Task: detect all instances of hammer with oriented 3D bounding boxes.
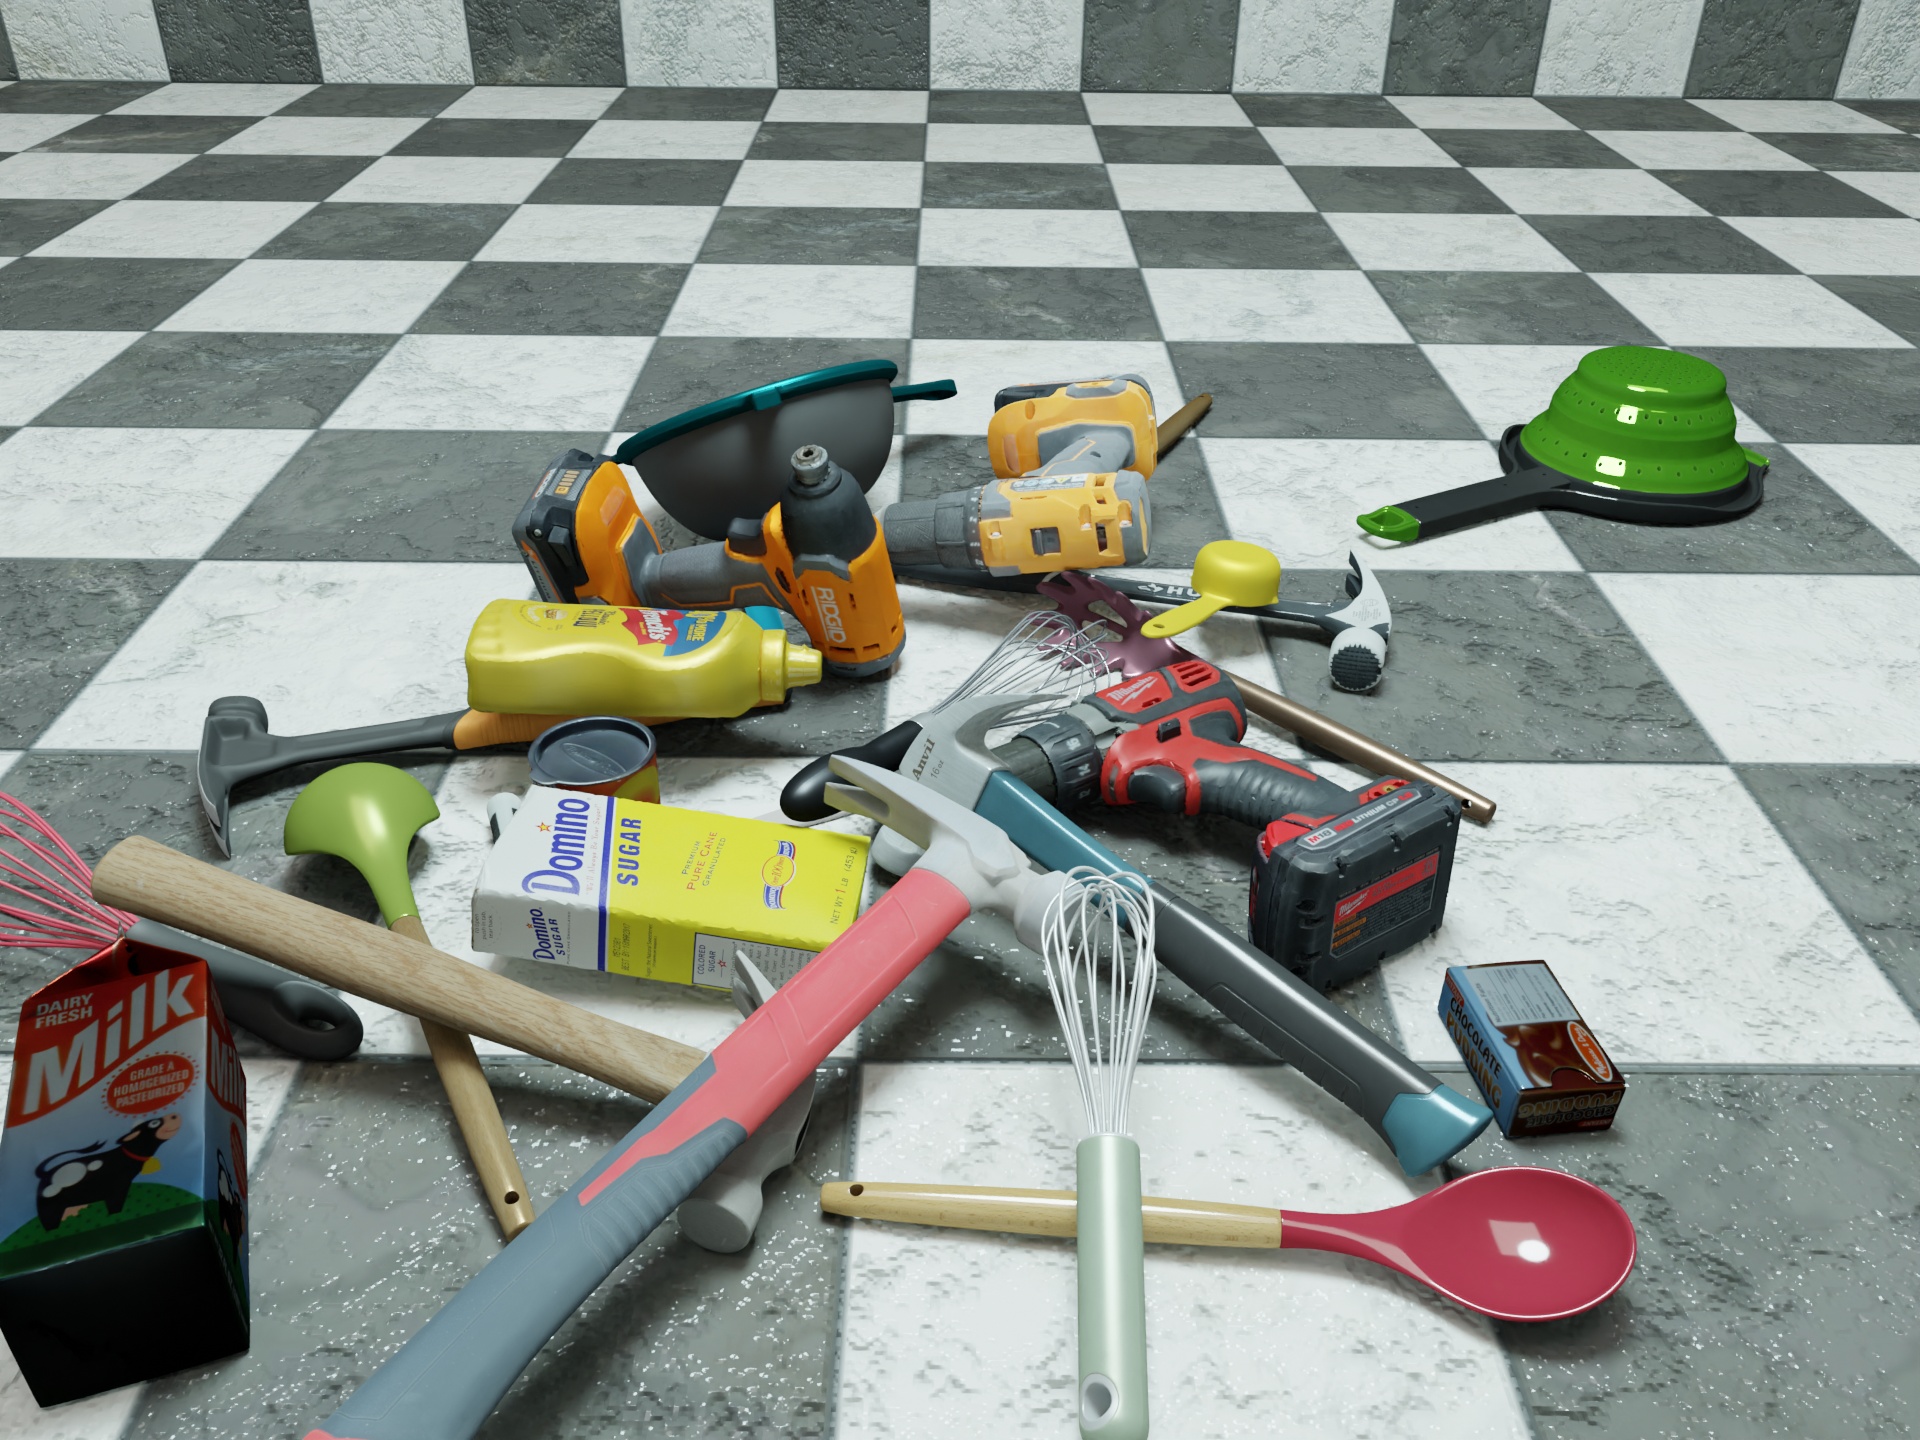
[{"bbox_3d":[-0.262,0.003,0.928,0.337,0.034,0.127,-10,33,-16],"label":"hammer"},{"bbox_3d":[0.088,-0.098,1.096,0.409,0.036,0.149,9,32,14],"label":"hammer"},{"bbox_3d":[0.094,0.096,0.739,0.331,0.128,0.033,36,22,32],"label":"hammer"},{"bbox_3d":[-0.105,0.142,0.632,0.143,0.038,0.386,29,42,21],"label":"hammer"},{"bbox_3d":[-0.219,0.116,0.690,0.331,0.031,0.130,19,36,6],"label":"hammer"}]

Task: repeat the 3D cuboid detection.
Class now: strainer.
[{"bbox_3d":[-0.097,-0.199,1.196,0.211,0.095,0.340,-13,7,38],"label":"strainer"}]

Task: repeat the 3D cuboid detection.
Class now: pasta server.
[{"bbox_3d":[0.174,-0.013,0.959,0.316,0.060,0.040,29,20,33],"label":"pasta server"}]

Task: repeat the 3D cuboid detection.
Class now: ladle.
[{"bbox_3d":[-0.251,0.123,0.743,0.078,0.062,0.320,-15,42,-26],"label":"ladle"},{"bbox_3d":[0.100,0.200,0.629,0.315,0.031,0.069,2,36,6],"label":"ladle"}]

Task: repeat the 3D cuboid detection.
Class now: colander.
[{"bbox_3d":[0.474,-0.220,1.242,0.397,0.094,0.205,-16,36,-25],"label":"colander"}]

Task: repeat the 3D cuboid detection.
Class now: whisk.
[{"bbox_3d":[0.058,0.161,0.627,0.058,0.059,0.247,-28,41,32],"label":"whisk"},{"bbox_3d":[-0.001,-0.004,0.896,0.070,0.070,0.284,22,32,31],"label":"whisk"},{"bbox_3d":[-0.406,0.099,0.757,0.296,0.073,0.073,19,36,16],"label":"whisk"}]

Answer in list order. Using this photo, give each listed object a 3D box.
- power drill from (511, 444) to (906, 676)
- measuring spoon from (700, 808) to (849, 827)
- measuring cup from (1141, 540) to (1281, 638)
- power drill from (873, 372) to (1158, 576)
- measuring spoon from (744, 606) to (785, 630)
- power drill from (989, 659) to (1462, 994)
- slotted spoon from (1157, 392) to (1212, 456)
[{"bbox_3d":[-0.153,-0.108,0.984,0.226,0.164,0.084,6,51,15],"label":"power drill"},{"bbox_3d":[-0.096,0.048,0.874,0.124,0.018,0.034,-15,35,-24],"label":"measuring spoon"},{"bbox_3d":[0.153,-0.082,0.990,0.062,0.029,0.156,21,28,27],"label":"measuring cup"},{"bbox_3d":[0.045,-0.165,1.101,0.185,0.084,0.226,-3,29,14],"label":"power drill"},{"bbox_3d":[-0.139,-0.079,1.085,0.042,0.021,0.129,-17,44,-11],"label":"measuring spoon"},{"bbox_3d":[0.120,0.049,0.827,0.188,0.080,0.227,-20,35,-29],"label":"power drill"},{"bbox_3d":[0.146,-0.216,1.295,0.070,0.031,0.314,11,32,25],"label":"slotted spoon"}]
